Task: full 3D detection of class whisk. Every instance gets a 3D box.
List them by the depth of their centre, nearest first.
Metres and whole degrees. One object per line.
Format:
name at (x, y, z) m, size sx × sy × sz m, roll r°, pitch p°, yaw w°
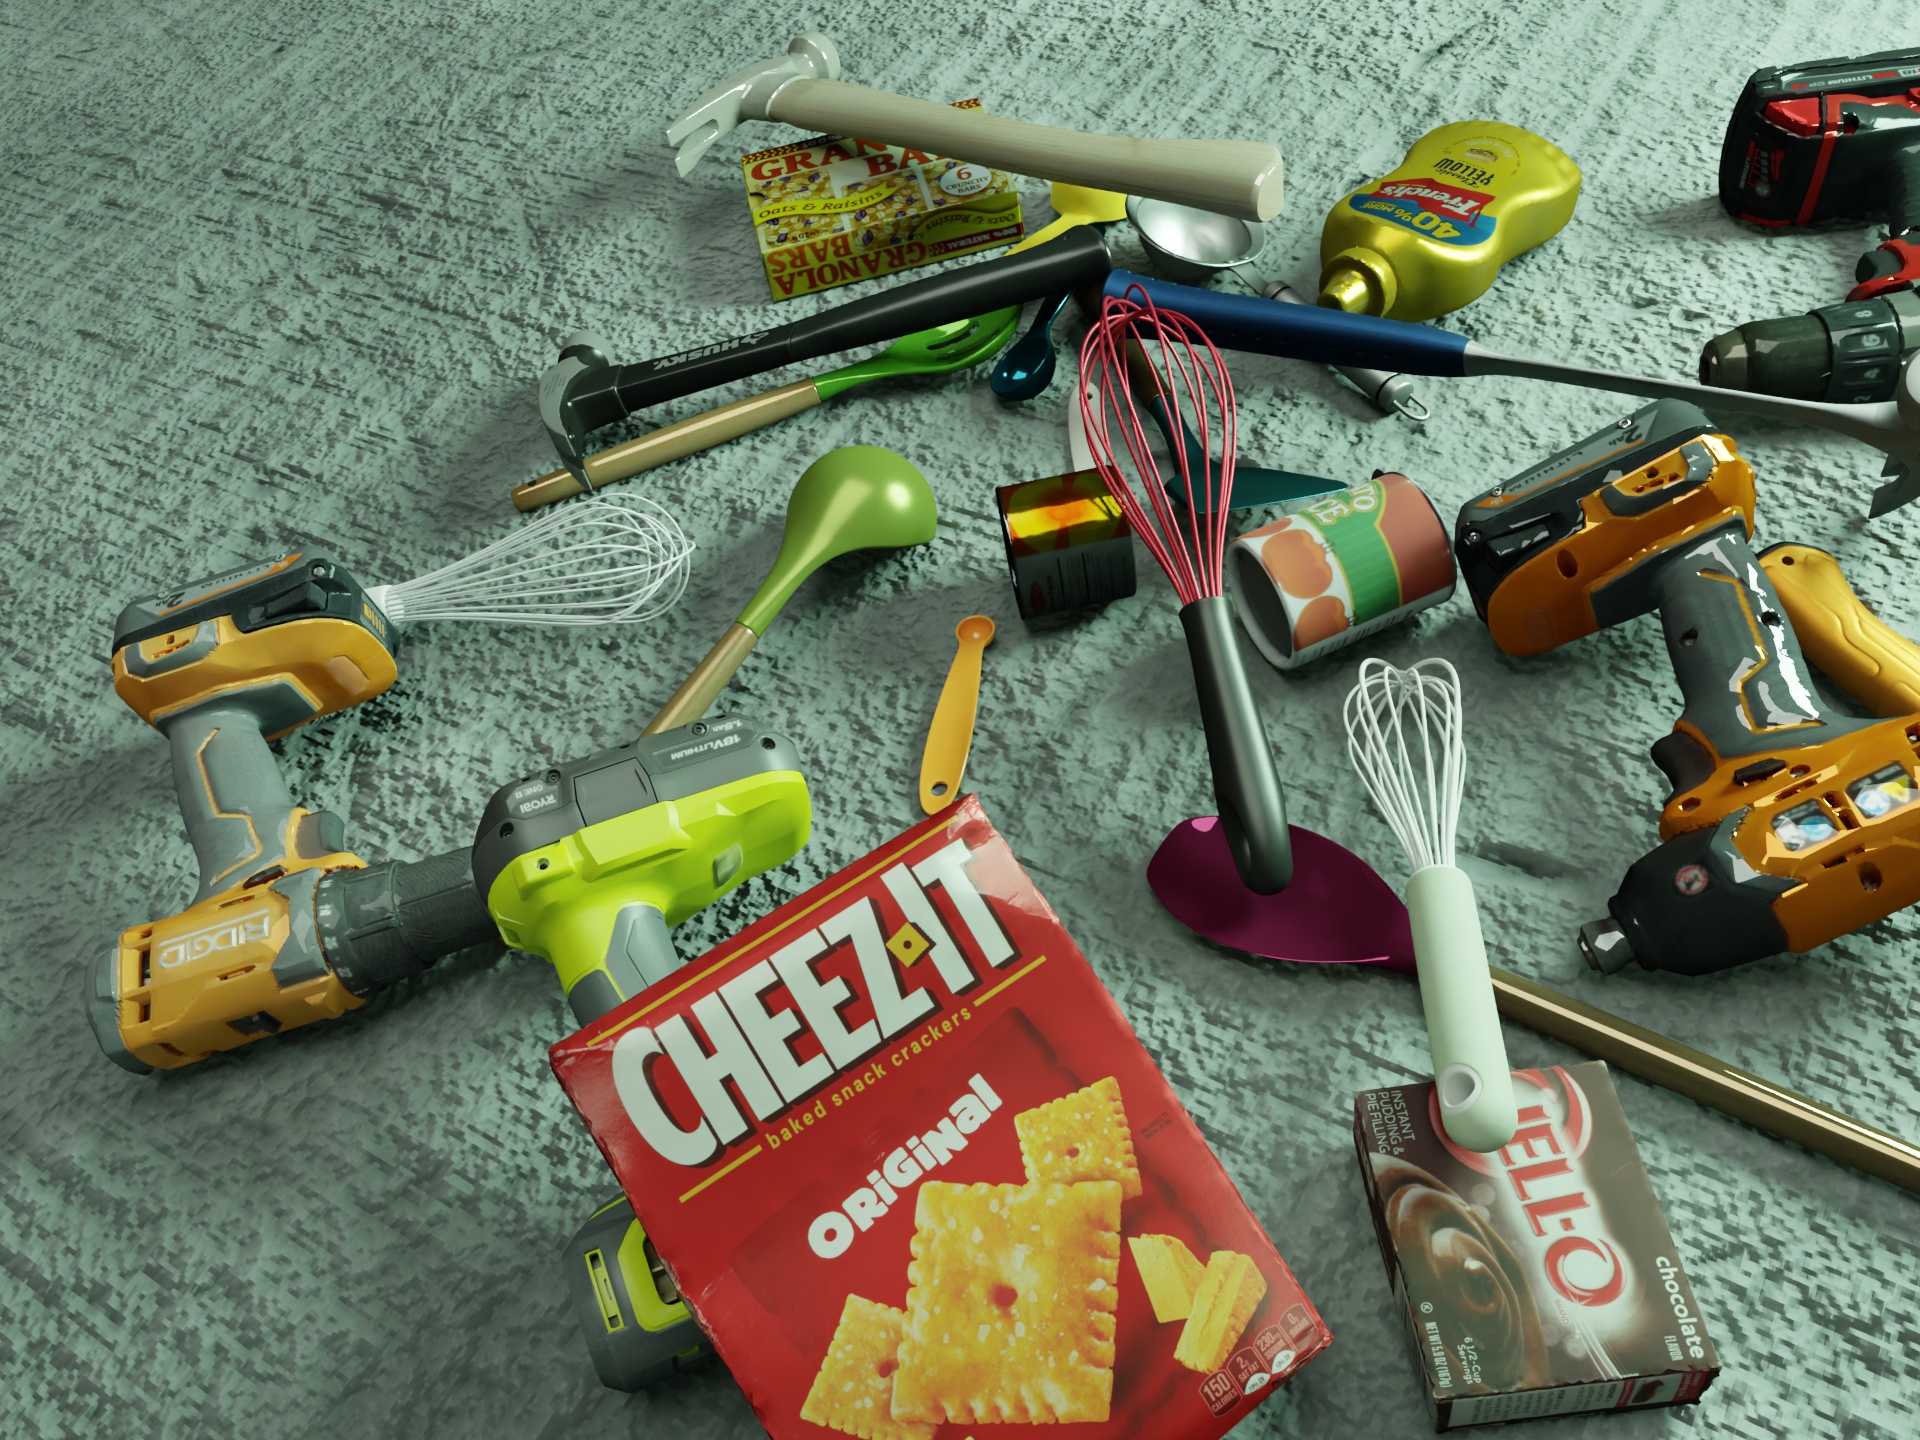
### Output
whisk at (0.184, 0.059, 0.617) m, size 0.058 × 0.059 × 0.247 m, roll -39°, pitch 28°, yaw 34°
whisk at (0.103, -0.065, 0.694) m, size 0.073 × 0.073 × 0.296 m, roll -11°, pitch 68°, yaw 2°
whisk at (-0.274, -0.065, 0.832) m, size 0.284 × 0.070 × 0.070 m, roll -9°, pitch 49°, yaw 10°

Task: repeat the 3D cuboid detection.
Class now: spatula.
spatula at (0.104, -0.196, 0.870) m, size 0.082 × 0.044 × 0.318 m, roll -11°, pitch 47°, yaw -12°

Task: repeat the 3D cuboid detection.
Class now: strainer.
strainer at (0.171, -0.240, 0.896) m, size 0.087 × 0.050 × 0.259 m, roll -20°, pitch 53°, yaw -28°

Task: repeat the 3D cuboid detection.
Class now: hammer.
hammer at (0.423, 0.042, 0.611) m, size 0.127 × 0.034 × 0.337 m, roll -24°, pitch 50°, yaw -11°
hammer at (0.257, -0.169, 0.765) m, size 0.406 × 0.144 × 0.035 m, roll 17°, pitch 87°, yaw 28°
hammer at (-0.078, -0.214, 0.890) m, size 0.335 × 0.035 × 0.146 m, roll -14°, pitch 38°, yaw 8°
hammer at (0.003, -0.345, 0.956) m, size 0.411 × 0.038 × 0.146 m, roll 24°, pitch 57°, yaw 33°

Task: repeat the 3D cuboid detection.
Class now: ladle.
ladle at (-0.116, -0.016, 0.773) m, size 0.078 × 0.062 × 0.320 m, roll 24°, pitch 66°, yaw 25°

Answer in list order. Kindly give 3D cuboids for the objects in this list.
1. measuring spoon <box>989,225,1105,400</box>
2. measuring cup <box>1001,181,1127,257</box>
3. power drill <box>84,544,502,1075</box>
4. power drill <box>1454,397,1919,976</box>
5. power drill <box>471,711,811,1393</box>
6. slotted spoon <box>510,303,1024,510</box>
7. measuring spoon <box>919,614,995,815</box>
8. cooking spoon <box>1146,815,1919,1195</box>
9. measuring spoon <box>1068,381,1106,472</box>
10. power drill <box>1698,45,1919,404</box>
measuring spoon at (0.058, -0.230, 0.908) m, size 0.042 × 0.021 × 0.129 m, roll 3°, pitch 58°, yaw 49°
measuring cup at (0.062, -0.310, 0.962) m, size 0.062 × 0.029 × 0.156 m, roll 19°, pitch 43°, yaw 21°
power drill at (-0.295, 0.031, 0.724) m, size 0.185 × 0.084 × 0.226 m, roll -17°, pitch 58°, yaw 0°
power drill at (0.289, -0.009, 0.643) m, size 0.164 × 0.084 × 0.227 m, roll -29°, pitch 52°, yaw 12°
power drill at (-0.085, 0.115, 0.609) m, size 0.171 × 0.080 × 0.223 m, roll -19°, pitch 61°, yaw -15°
slotted spoon at (-0.107, -0.181, 0.912) m, size 0.314 × 0.031 × 0.070 m, roll -21°, pitch 42°, yaw -4°
measuring spoon at (-0.001, -0.002, 0.752) m, size 0.021 × 0.011 × 0.117 m, roll 3°, pitch 55°, yaw 14°
cooking spoon at (0.217, 0.108, 0.607) m, size 0.319 × 0.017 × 0.069 m, roll 22°, pitch 54°, yaw 28°
measuring spoon at (0.068, -0.147, 0.852) m, size 0.034 × 0.018 × 0.124 m, roll -5°, pitch 49°, yaw 7°
power drill at (0.460, -0.244, 0.820) m, size 0.188 × 0.080 × 0.227 m, roll -5°, pitch 53°, yaw 8°
